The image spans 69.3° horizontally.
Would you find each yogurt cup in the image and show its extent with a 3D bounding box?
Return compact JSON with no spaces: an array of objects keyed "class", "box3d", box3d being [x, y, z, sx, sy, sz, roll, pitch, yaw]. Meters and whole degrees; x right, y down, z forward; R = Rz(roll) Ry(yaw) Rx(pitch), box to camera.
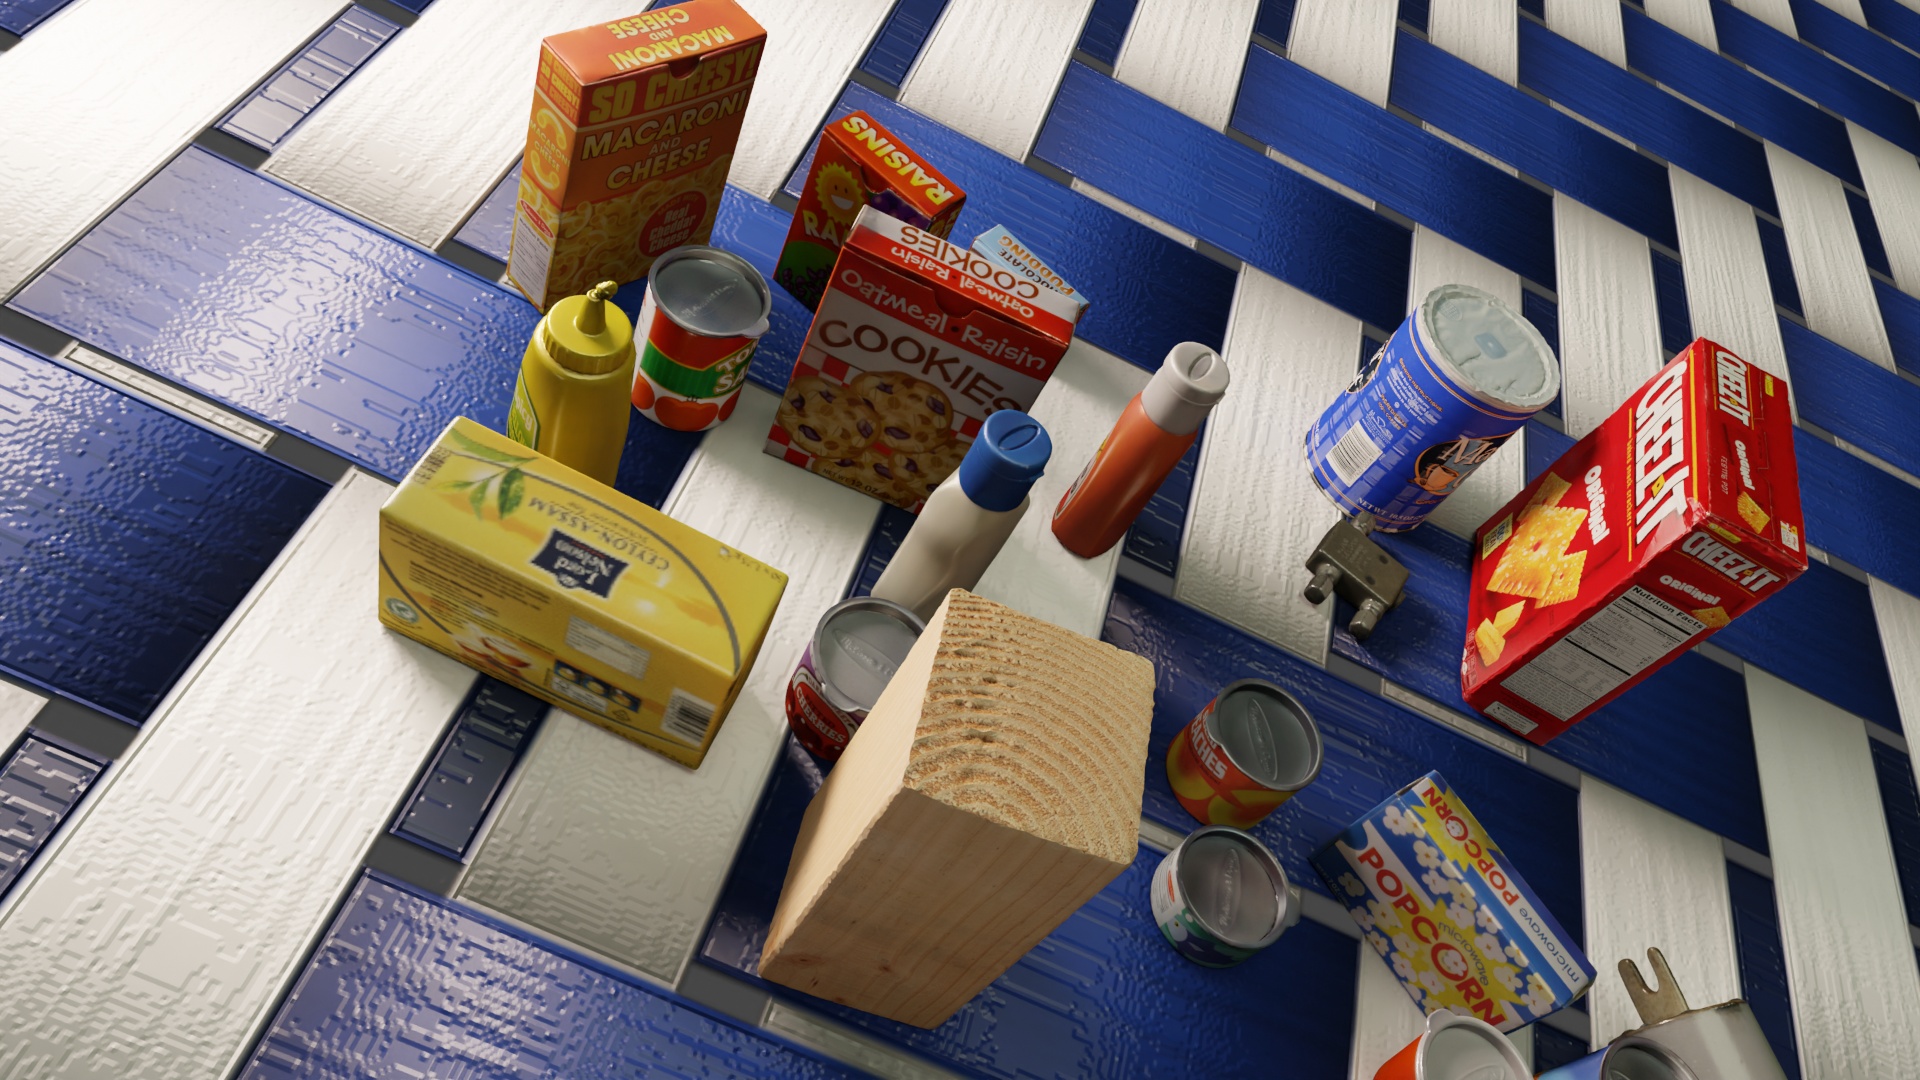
[{"class":"yogurt cup","box3d":[0.239,0.274,0.680,0.072,0.053,0.073,13,52,-16]}]

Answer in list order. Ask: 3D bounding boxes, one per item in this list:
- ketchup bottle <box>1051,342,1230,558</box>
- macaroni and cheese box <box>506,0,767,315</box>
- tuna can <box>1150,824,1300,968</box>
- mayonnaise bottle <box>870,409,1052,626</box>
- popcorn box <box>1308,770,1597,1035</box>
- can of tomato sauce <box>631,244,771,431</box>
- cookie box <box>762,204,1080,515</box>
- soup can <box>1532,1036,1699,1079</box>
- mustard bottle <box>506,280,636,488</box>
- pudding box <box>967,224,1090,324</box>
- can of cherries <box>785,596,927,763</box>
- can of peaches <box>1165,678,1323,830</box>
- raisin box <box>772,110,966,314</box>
[{"class":"ketchup bottle","box3d":[0.104,-0.052,0.798,0.043,0.148,0.065,37,49,5]},{"class":"macaroni and cheese box","box3d":[-0.181,-0.213,0.774,0.040,0.165,0.124,47,50,12]},{"class":"tuna can","box3d":[0.136,0.184,0.714,0.071,0.032,0.071,13,52,-16]},{"class":"mayonnaise bottle","box3d":[0.003,-0.009,0.720,0.065,0.147,0.041,-30,72,-38]},{"class":"popcorn box","box3d":[0.254,0.195,0.726,0.038,0.084,0.127,-22,67,-35]},{"class":"can of tomato sauce","box3d":[-0.145,-0.110,0.769,0.071,0.082,0.071,13,52,-16]},{"class":"cookie box","box3d":[-0.026,-0.086,0.751,0.123,0.166,0.040,23,50,-8]},{"class":"soup can","box3d":[0.313,0.291,0.683,0.071,0.083,0.072,13,52,-16]},{"class":"mustard bottle","box3d":[-0.187,-0.072,0.671,0.049,0.159,0.065,-9,60,-30]},{"class":"pudding box","box3d":[0.038,-0.162,0.915,0.084,0.049,0.030,42,50,9]},{"class":"can of cherries","box3d":[-0.051,0.072,0.694,0.071,0.058,0.072,13,52,-16]},{"class":"can of peaches","box3d":[0.151,0.117,0.754,0.071,0.057,0.071,13,52,-16]},{"class":"raisin box","box3d":[-0.058,-0.183,0.838,0.086,0.122,0.040,41,49,8]}]
